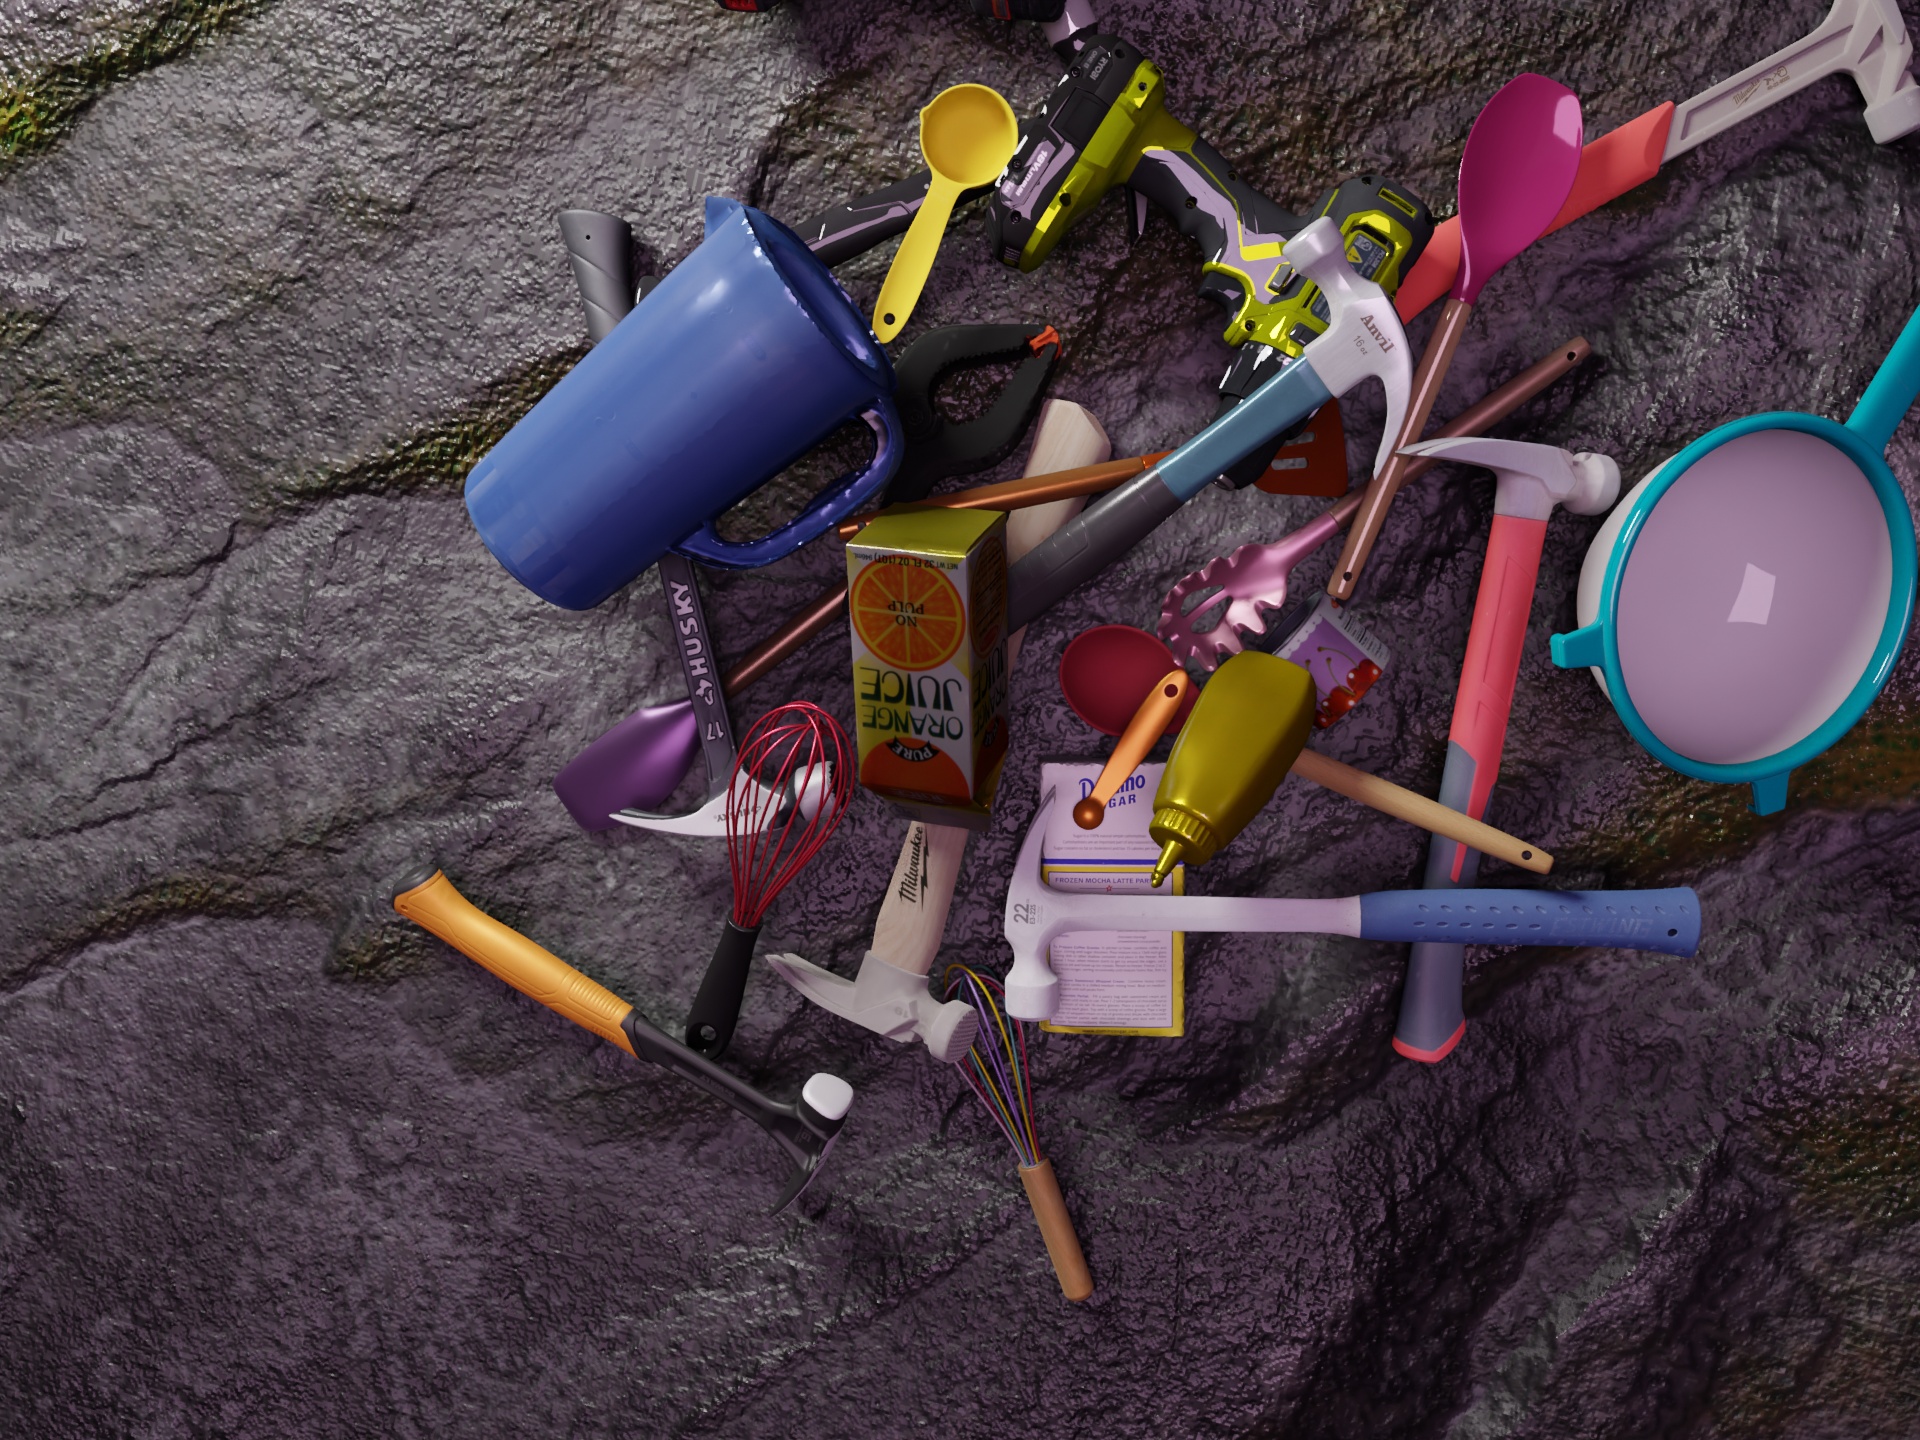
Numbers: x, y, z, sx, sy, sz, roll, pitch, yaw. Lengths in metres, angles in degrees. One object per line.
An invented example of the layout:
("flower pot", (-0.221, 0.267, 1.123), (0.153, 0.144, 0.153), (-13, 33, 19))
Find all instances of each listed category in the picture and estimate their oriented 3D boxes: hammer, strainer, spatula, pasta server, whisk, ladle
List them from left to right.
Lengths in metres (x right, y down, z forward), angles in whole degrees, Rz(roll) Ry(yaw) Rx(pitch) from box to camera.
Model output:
("hammer", (-0.231, 0.199, 1.044), (0.337, 0.034, 0.127), (31, 129, 7))
("hammer", (-0.191, -0.123, 1.007), (0.149, 0.036, 0.409), (-14, 92, 11))
("spatula", (-0.134, -0.032, 1.031), (0.316, 0.018, 0.060), (-38, 88, 9))
("whisk", (-0.128, 0.110, 0.987), (0.073, 0.073, 0.295), (23, 123, 2))
("hammer", (-0.044, -0.302, 0.966), (0.335, 0.035, 0.146), (-25, 94, 0))
("hammer", (-0.002, -0.003, 1.004), (0.146, 0.038, 0.410), (19, 93, 27))
("whisk", (0.039, 0.269, 1.046), (0.047, 0.051, 0.245), (-15, 100, 27))
("spatula", (0.084, -0.145, 0.957), (0.322, 0.041, 0.081), (-12, 97, -5))
("hammer", (0.108, -0.128, 0.901), (0.331, 0.033, 0.128), (-35, 100, 26))
("ladle", (0.205, 0.022, 0.968), (0.315, 0.031, 0.069), (24, 92, 18))
("hammer", (0.228, 0.112, 0.954), (0.405, 0.035, 0.144), (0, 101, 6))
("pasta server", (0.252, -0.137, 0.970), (0.316, 0.040, 0.060), (-35, 103, 3))
("hammer", (0.301, 0.023, 0.973), (0.143, 0.038, 0.386), (4, 101, -22))
("hammer", (0.378, -0.336, 0.945), (0.359, 0.037, 0.149), (-27, 94, 7))
("strainer", (0.474, -0.130, 0.932), (0.210, 0.095, 0.340), (31, 91, -20))

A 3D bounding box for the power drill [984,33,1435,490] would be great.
("power drill", (0.131, -0.261, 0.913), (0.228, 0.080, 0.190), (33, 91, -3))

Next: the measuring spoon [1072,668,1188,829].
("measuring spoon", (0.105, 0.018, 0.978), (0.021, 0.011, 0.117), (34, 97, 4))

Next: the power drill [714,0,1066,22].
("power drill", (-0.042, -0.486, 0.934), (0.219, 0.078, 0.143), (7, 75, 9))

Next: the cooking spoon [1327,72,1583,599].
("cooking spoon", (0.283, -0.221, 0.937), (0.068, 0.017, 0.319), (20, 97, -7))

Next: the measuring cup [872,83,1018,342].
("measuring cup", (-0.015, -0.297, 0.943), (0.062, 0.029, 0.156), (25, 104, -2))
